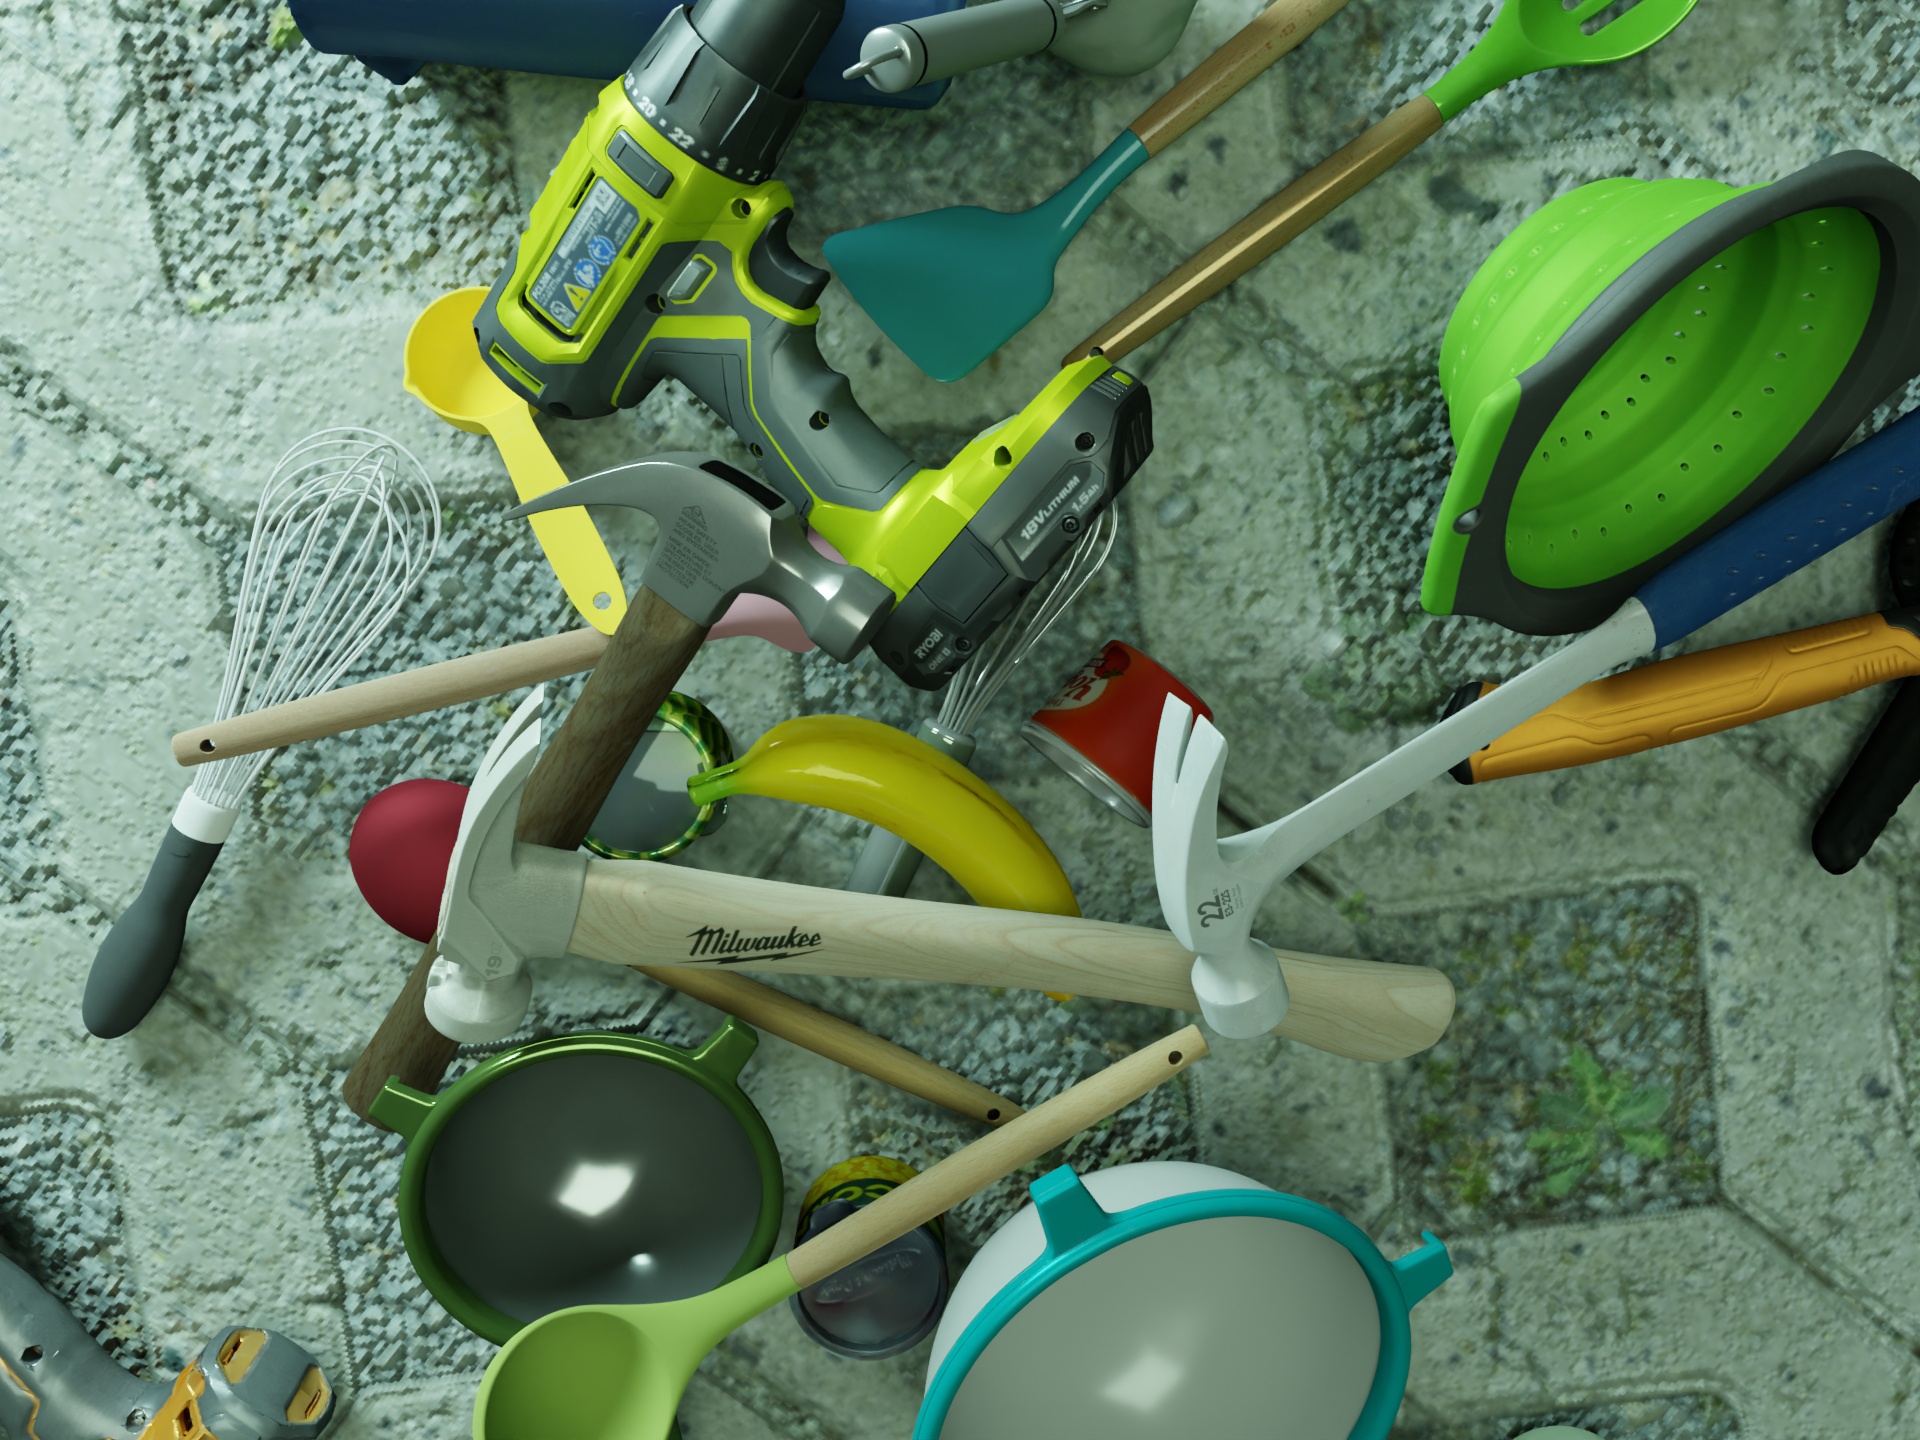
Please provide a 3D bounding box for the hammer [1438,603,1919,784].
[{"bbox_3d":[0.369,-0.020,0.652,0.337,0.034,0.127,-14,91,9],"label":"hammer"}]

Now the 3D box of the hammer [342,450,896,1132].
[{"bbox_3d":[-0.162,0.040,0.609,0.130,0.031,0.331,37,114,3],"label":"hammer"}]

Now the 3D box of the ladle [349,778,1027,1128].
[{"bbox_3d":[-0.114,0.110,0.680,0.315,0.031,0.069,25,95,-6],"label":"ladle"}]

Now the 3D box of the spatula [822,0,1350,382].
[{"bbox_3d":[0.092,-0.253,0.640,0.317,0.044,0.082,-39,75,1],"label":"spatula"}]

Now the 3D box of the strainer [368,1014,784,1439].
[{"bbox_3d":[-0.143,0.234,0.678,0.151,0.069,0.256,-10,109,-5],"label":"strainer"}]

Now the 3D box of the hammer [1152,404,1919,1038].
[{"bbox_3d":[0.246,-0.034,0.595,0.405,0.035,0.143,-30,127,-9],"label":"hammer"}]

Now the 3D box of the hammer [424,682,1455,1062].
[{"bbox_3d":[0.016,0.082,0.612,0.410,0.038,0.146,10,127,-19],"label":"hammer"}]

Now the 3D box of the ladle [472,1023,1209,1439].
[{"bbox_3d":[-0.042,0.206,0.618,0.320,0.062,0.078,-30,95,-1],"label":"ladle"}]

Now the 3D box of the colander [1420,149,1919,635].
[{"bbox_3d":[0.328,-0.165,0.634,0.397,0.204,0.095,-21,52,-16],"label":"colander"}]

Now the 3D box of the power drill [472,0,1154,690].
[{"bbox_3d":[-0.044,-0.141,0.567,0.228,0.080,0.190,42,118,-2],"label":"power drill"}]

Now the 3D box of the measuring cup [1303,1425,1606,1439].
[{"bbox_3d":[0.228,0.341,0.711,0.167,0.038,0.083,19,95,-2],"label":"measuring cup"}]

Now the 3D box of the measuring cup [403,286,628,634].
[{"bbox_3d":[-0.169,-0.100,0.637,0.062,0.029,0.156,-28,83,-4],"label":"measuring cup"}]

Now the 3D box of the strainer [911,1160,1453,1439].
[{"bbox_3d":[0.046,0.315,0.675,0.211,0.095,0.340,17,107,-23],"label":"strainer"}]

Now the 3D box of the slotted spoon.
[{"bbox_3d":[0.171,-0.237,0.654,0.314,0.031,0.070,-36,96,4],"label":"slotted spoon"}]

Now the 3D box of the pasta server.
[{"bbox_3d":[-0.150,-0.028,0.637,0.316,0.040,0.060,-15,96,-8],"label":"pasta server"}]

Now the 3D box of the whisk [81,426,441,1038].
[{"bbox_3d":[-0.296,0.010,0.650,0.070,0.070,0.284,29,99,-5],"label":"whisk"}]

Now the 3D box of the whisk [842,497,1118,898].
[{"bbox_3d":[-0.001,-0.002,0.663,0.058,0.059,0.246,31,100,33],"label":"whisk"}]

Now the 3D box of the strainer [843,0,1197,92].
[{"bbox_3d":[0.030,-0.245,0.562,0.087,0.258,0.050,-4,114,34],"label":"strainer"}]

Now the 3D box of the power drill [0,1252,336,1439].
[{"bbox_3d":[-0.407,0.296,0.664,0.226,0.084,0.185,39,95,-10],"label":"power drill"}]
